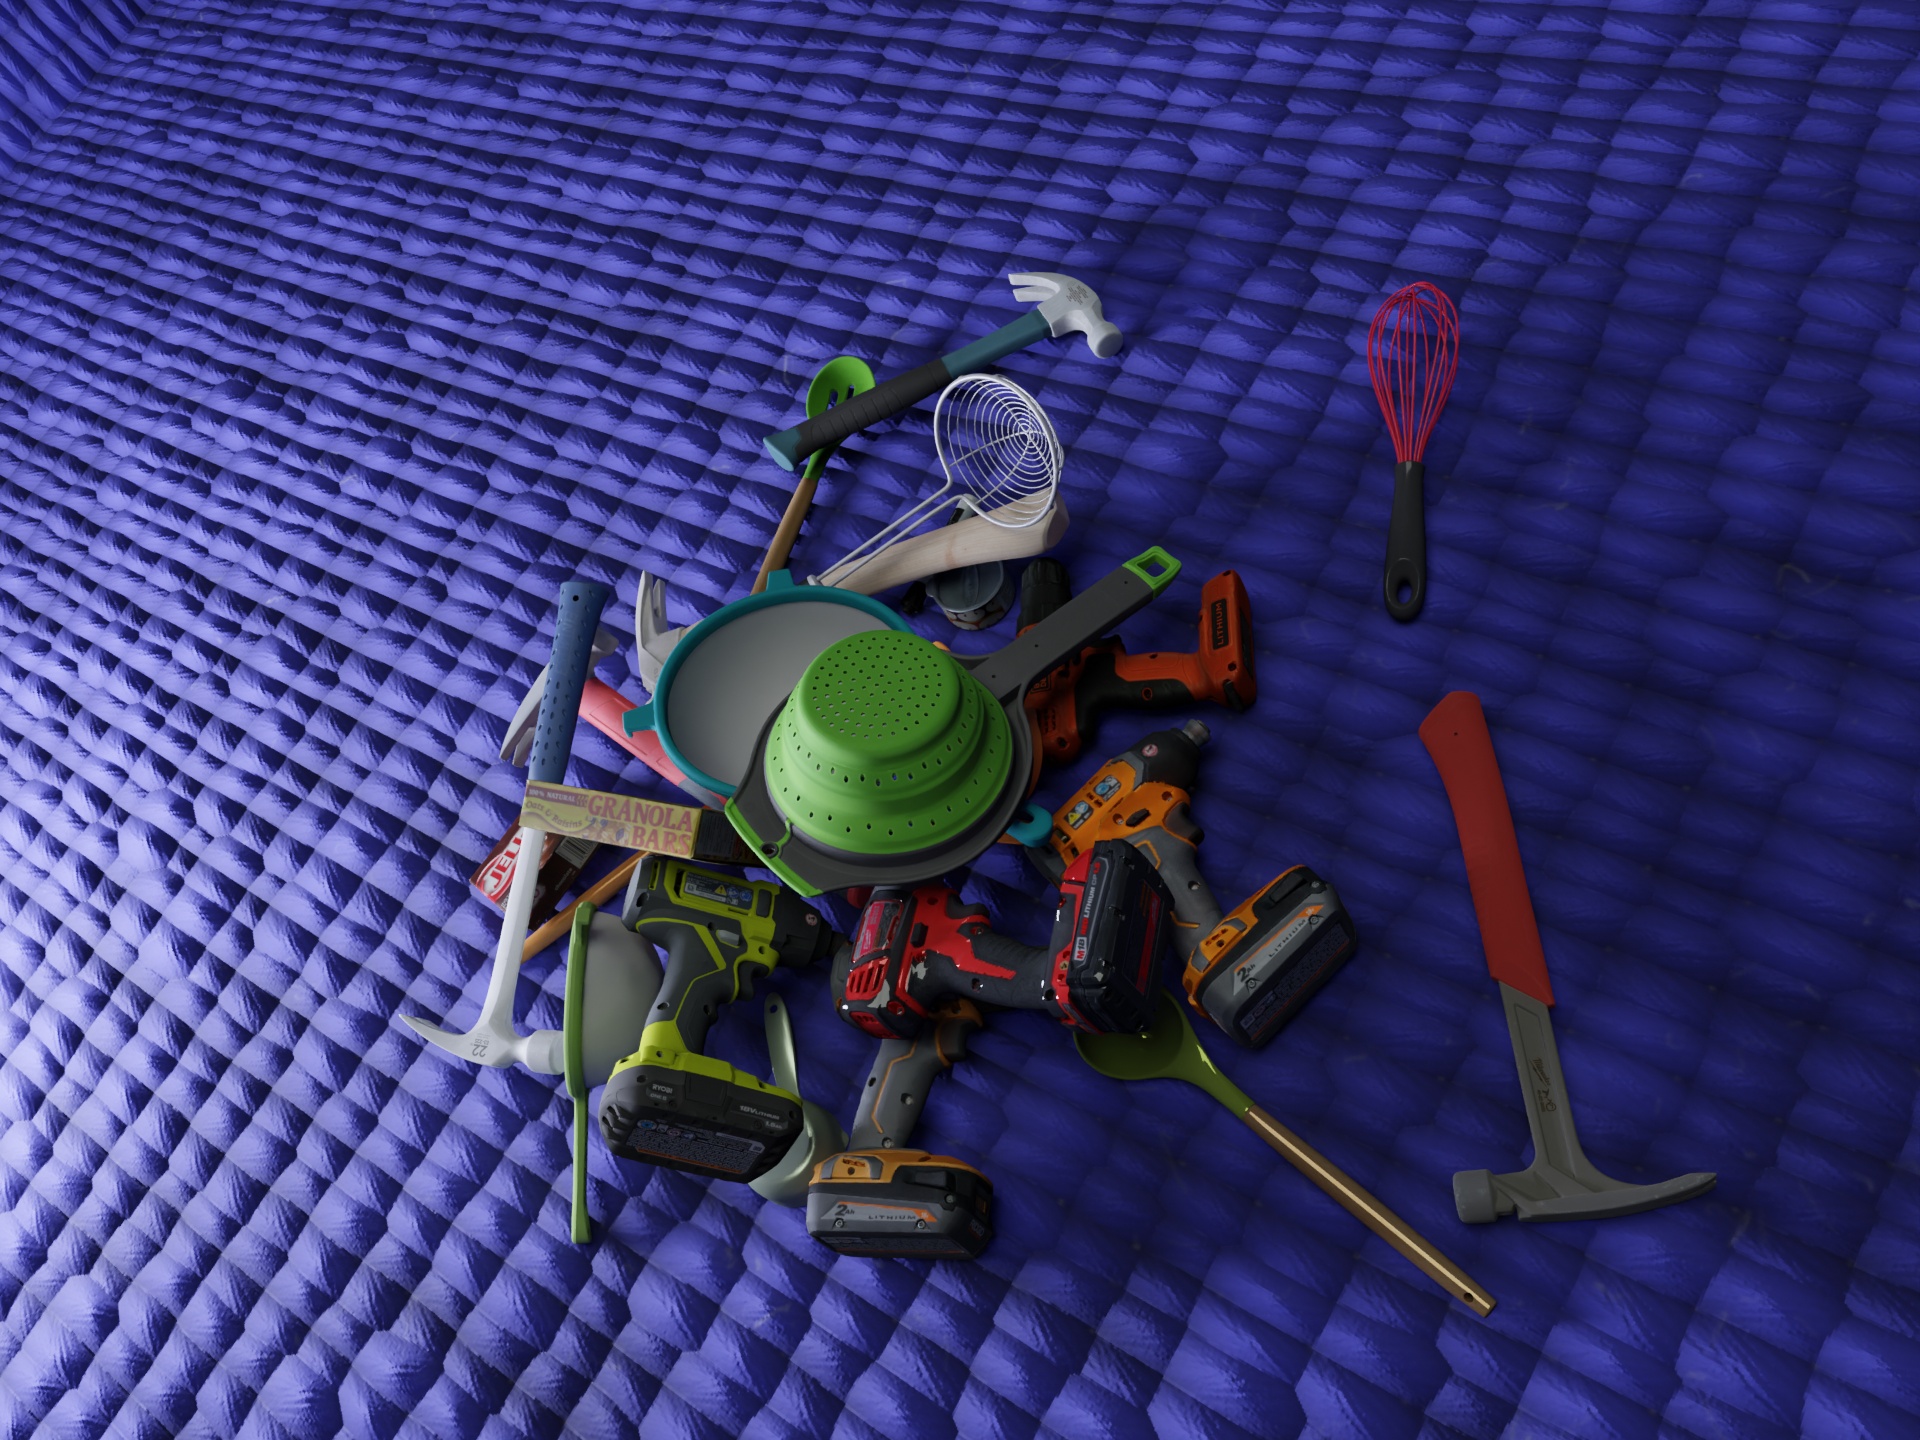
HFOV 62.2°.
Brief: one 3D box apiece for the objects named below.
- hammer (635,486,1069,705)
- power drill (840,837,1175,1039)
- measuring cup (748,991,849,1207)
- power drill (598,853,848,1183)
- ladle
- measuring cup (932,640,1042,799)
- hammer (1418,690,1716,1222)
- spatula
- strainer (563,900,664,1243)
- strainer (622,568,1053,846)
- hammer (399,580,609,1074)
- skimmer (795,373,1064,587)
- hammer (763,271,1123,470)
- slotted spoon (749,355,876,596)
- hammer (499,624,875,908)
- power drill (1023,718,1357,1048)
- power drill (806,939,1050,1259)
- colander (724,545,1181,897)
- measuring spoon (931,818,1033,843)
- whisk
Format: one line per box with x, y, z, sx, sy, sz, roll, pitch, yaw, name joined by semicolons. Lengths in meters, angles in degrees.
-0.102;-0.122;1.358;0.410;0.038;0.146;-19;65;21;hammer
0.026;0.144;1.080;0.220;0.078;0.143;-6;53;31;power drill
-0.135;0.276;1.184;0.083;0.038;0.168;-21;58;12;measuring cup
-0.169;0.211;1.155;0.171;0.080;0.223;18;44;-16;power drill
0.202;0.273;1.029;0.320;0.062;0.078;37;112;31;ladle
-0.002;-0.004;1.248;0.095;0.052;0.174;-58;47;32;measuring cup
0.370;0.141;1.040;0.149;0.036;0.359;-12;59;17;hammer
-0.265;0.109;1.335;0.322;0.041;0.081;-38;59;1;spatula
-0.263;0.268;1.222;0.069;0.151;0.256;0;80;-7;strainer
-0.073;0.029;1.207;0.340;0.095;0.211;28;59;24;strainer
-0.353;0.079;1.308;0.144;0.035;0.406;2;73;17;hammer
-0.076;-0.140;1.277;0.363;0.090;0.127;-34;91;15;skimmer
-0.025;-0.313;1.452;0.331;0.033;0.128;-26;54;0;hammer
-0.150;-0.199;1.467;0.070;0.031;0.314;14;71;19;slotted spoon
-0.222;0.058;1.303;0.387;0.038;0.143;31;86;30;hammer
0.169;0.102;1.125;0.164;0.084;0.227;-45;51;-4;power drill
-0.010;0.256;1.120;0.185;0.084;0.226;-6;56;19;power drill
0.009;-0.039;1.131;0.397;0.094;0.205;-36;57;-21;colander
0.014;0.082;1.245;0.117;0.011;0.021;5;65;26;measuring spoon
0.350;-0.214;1.240;0.073;0.073;0.296;-1;69;23;whisk
